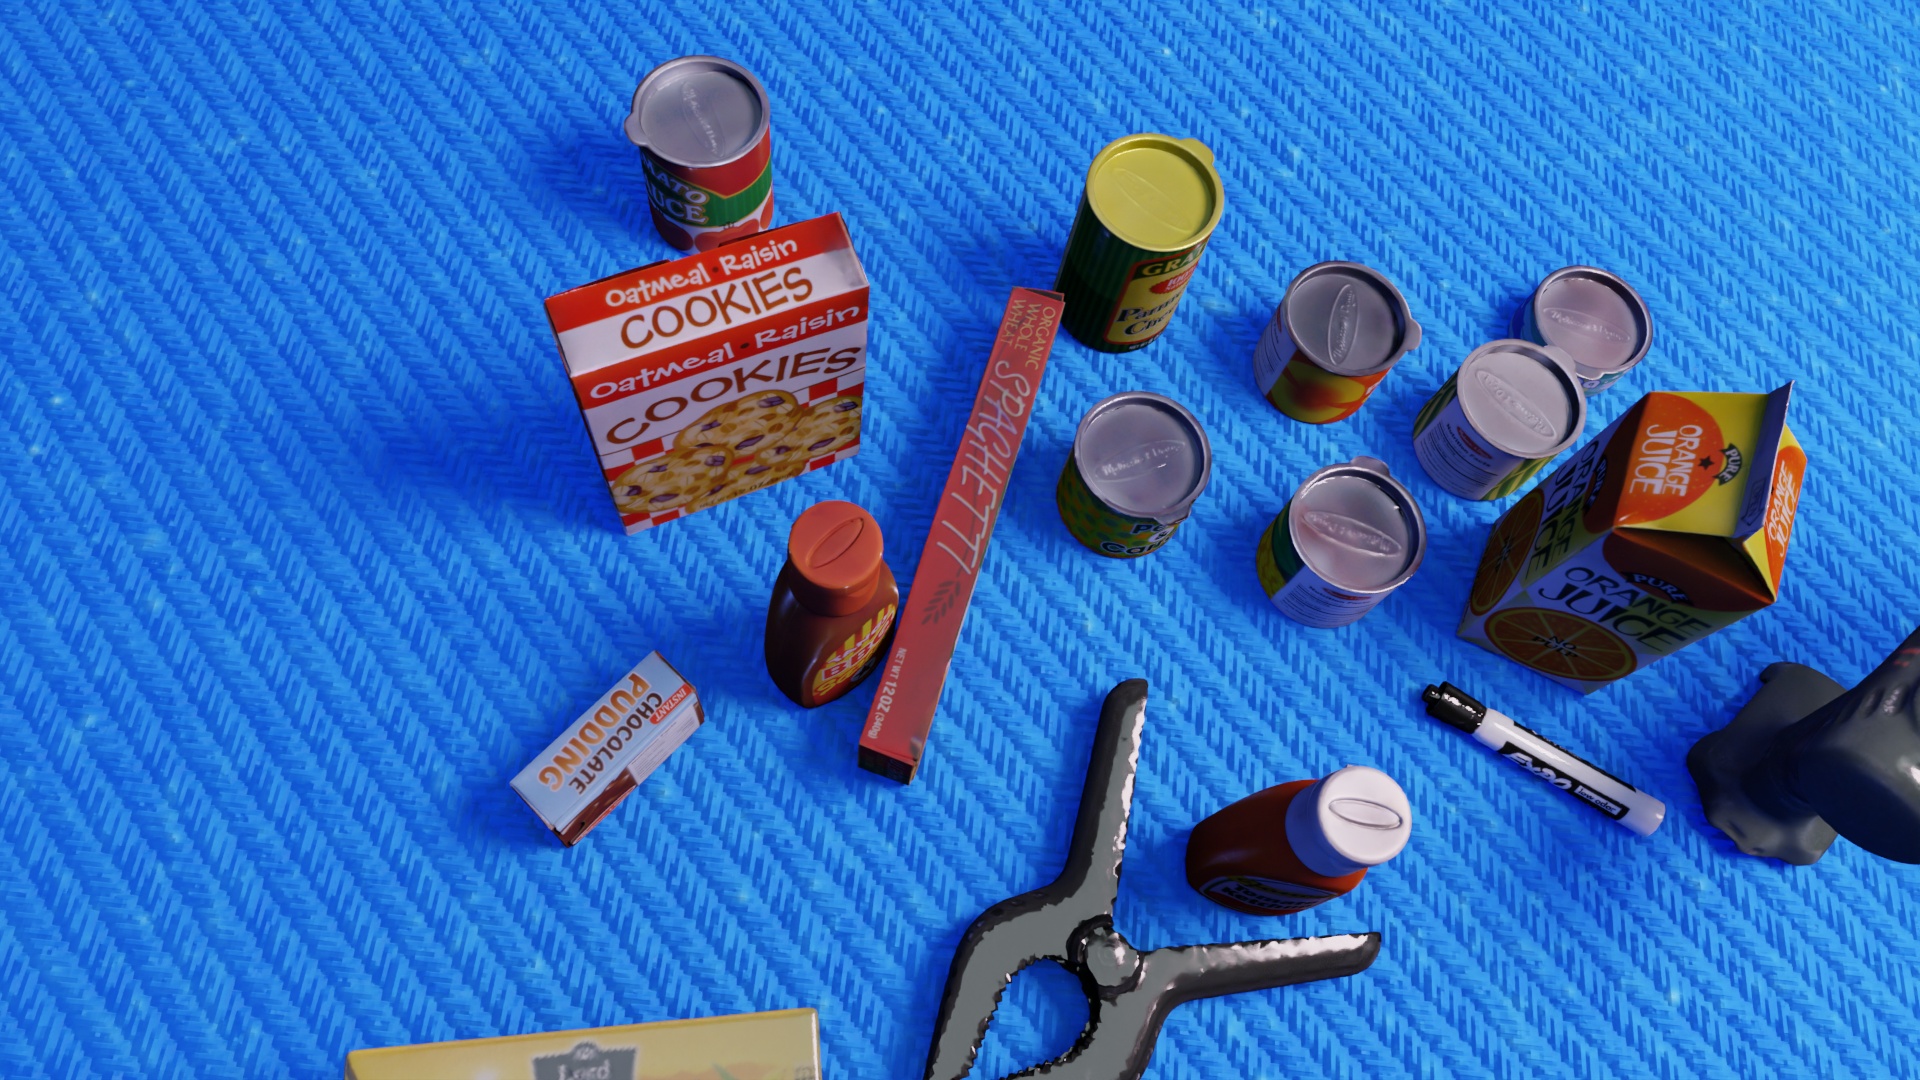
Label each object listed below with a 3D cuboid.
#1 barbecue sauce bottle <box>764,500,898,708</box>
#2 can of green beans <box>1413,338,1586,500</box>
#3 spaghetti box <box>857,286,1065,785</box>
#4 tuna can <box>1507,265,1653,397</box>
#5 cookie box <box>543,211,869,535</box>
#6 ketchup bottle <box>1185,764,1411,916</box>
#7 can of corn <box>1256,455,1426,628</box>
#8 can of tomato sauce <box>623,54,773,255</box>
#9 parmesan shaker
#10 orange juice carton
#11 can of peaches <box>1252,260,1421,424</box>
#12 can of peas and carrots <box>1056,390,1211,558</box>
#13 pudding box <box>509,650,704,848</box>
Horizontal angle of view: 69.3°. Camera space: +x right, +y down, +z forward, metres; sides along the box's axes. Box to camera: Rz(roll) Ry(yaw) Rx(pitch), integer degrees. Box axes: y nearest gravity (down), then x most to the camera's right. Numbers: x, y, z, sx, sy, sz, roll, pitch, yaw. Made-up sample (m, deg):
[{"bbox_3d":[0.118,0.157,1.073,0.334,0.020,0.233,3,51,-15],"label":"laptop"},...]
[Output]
[{"bbox_3d":[-0.055,0.027,0.592,0.065,0.148,0.044,-42,78,-18],"label":"barbecue sauce bottle"},{"bbox_3d":[0.274,-0.060,0.710,0.071,0.057,0.071,2,68,-5],"label":"can of green beans"},{"bbox_3d":[0.002,-0.008,0.665,0.029,0.050,0.251,18,68,1],"label":"spaghetti box"},{"bbox_3d":[0.333,-0.110,0.749,0.071,0.032,0.071,2,68,-5],"label":"tuna can"},{"bbox_3d":[-0.106,-0.069,0.615,0.123,0.166,0.040,-20,72,-13],"label":"cookie box"},{"bbox_3d":[0.140,0.125,0.574,0.065,0.148,0.044,12,68,-1],"label":"ketchup bottle"},{"bbox_3d":[0.184,0.002,0.676,0.071,0.058,0.071,2,68,-5],"label":"can of corn"},{"bbox_3d":[-0.131,-0.192,0.706,0.071,0.082,0.071,2,69,-5],"label":"can of tomato sauce"},{"bbox_3d":[0.089,-0.148,0.701,0.071,0.102,0.071,2,69,-5],"label":"parmesan shaker"},{"bbox_3d":[0.302,0.000,0.616,0.073,0.192,0.072,25,69,4],"label":"orange juice carton"},{"bbox_3d":[0.192,-0.100,0.717,0.071,0.058,0.071,2,68,-5],"label":"can of peaches"},{"bbox_3d":[0.084,-0.029,0.677,0.071,0.058,0.071,2,68,-5],"label":"can of peas and carrots"},{"bbox_3d":[-0.153,0.092,0.609,0.030,0.049,0.084,42,70,10],"label":"pudding box"}]
